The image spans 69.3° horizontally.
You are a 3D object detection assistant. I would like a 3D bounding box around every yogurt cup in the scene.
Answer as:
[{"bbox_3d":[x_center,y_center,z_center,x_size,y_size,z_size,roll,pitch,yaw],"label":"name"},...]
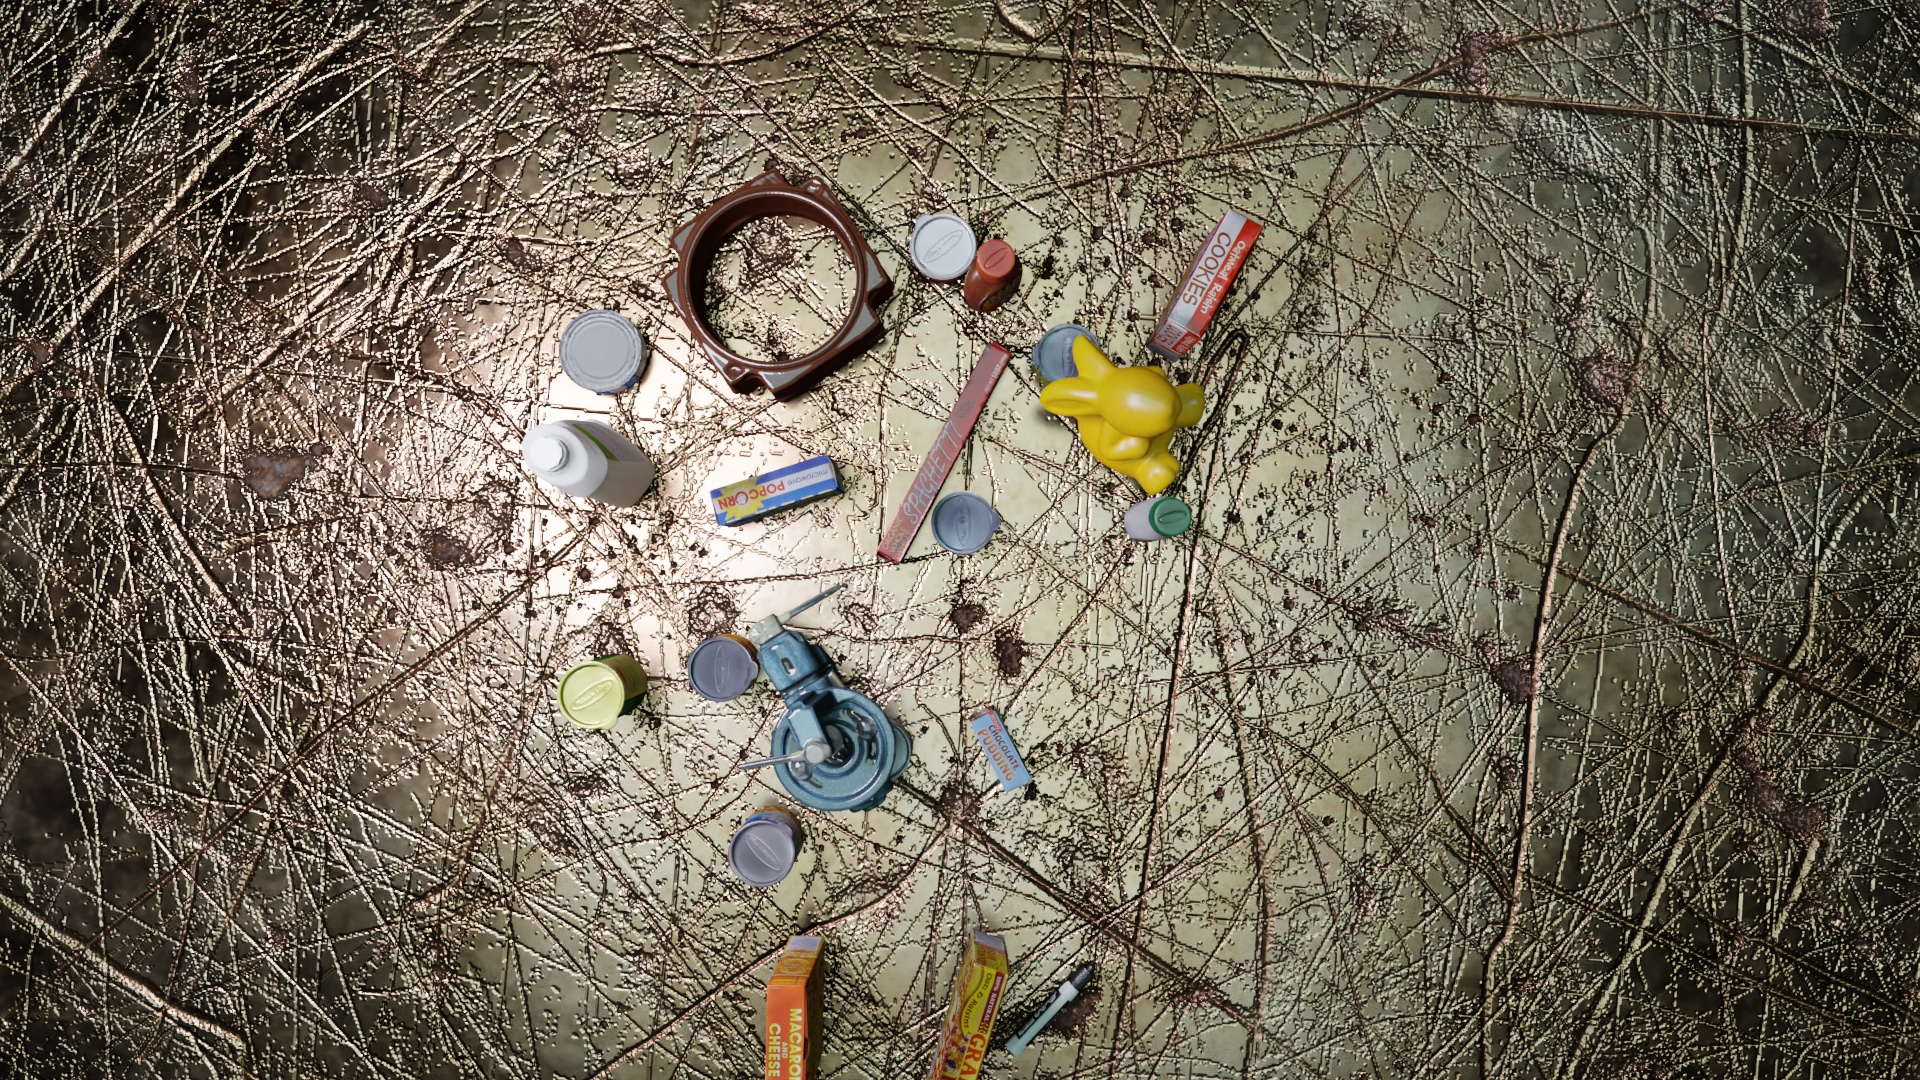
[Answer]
[{"bbox_3d":[-0.017,-0.299,1.436,0.072,0.054,0.072,0,89,0],"label":"yogurt cup"}]

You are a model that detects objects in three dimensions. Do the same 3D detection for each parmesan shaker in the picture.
[{"bbox_3d":[-0.358,0.153,1.400,0.071,0.103,0.071,0,89,0],"label":"parmesan shaker"}]

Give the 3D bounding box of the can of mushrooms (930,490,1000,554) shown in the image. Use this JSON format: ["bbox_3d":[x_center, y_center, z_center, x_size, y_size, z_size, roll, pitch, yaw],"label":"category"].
[{"bbox_3d":[0.005,-0.018,1.440,0.071,0.033,0.071,0,89,0],"label":"can of mushrooms"}]

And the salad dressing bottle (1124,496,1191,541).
[{"bbox_3d":[0.200,-0.022,1.383,0.064,0.147,0.044,-13,89,0],"label":"salad dressing bottle"}]

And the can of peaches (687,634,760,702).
[{"bbox_3d":[-0.239,0.130,1.423,0.071,0.058,0.071,0,89,0],"label":"can of peaches"}]

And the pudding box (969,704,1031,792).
[{"bbox_3d":[0.041,0.214,1.427,0.030,0.049,0.083,-27,89,0],"label":"pudding box"}]

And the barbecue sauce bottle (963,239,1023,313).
[{"bbox_3d":[0.033,-0.267,1.388,0.065,0.148,0.043,-39,90,0],"label":"barbecue sauce bottle"}]

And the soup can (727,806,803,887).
[{"bbox_3d":[-0.193,0.307,1.407,0.071,0.084,0.071,0,89,0],"label":"soup can"}]

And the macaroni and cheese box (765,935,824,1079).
[{"bbox_3d":[-0.160,0.471,1.362,0.040,0.166,0.123,1,89,0],"label":"macaroni and cheese box"}]

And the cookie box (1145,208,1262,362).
[{"bbox_3d":[0.239,-0.248,1.379,0.040,0.167,0.123,29,89,0],"label":"cookie box"}]

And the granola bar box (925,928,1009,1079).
[{"bbox_3d":[0.006,0.487,1.383,0.039,0.124,0.165,17,89,0],"label":"granola bar box"}]

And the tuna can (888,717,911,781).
[{"bbox_3d":[-0.086,0.217,1.435,0.071,0.033,0.071,0,89,0],"label":"tuna can"}]

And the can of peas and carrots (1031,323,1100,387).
[{"bbox_3d":[0.107,-0.186,1.431,0.071,0.058,0.071,0,89,0],"label":"can of peas and carrots"}]

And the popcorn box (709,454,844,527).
[{"bbox_3d":[-0.185,-0.049,1.414,0.127,0.085,0.038,-17,89,0],"label":"popcorn box"}]

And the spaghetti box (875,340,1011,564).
[{"bbox_3d":[-0.018,-0.088,1.433,0.029,0.050,0.250,28,89,0],"label":"spaghetti box"}]
